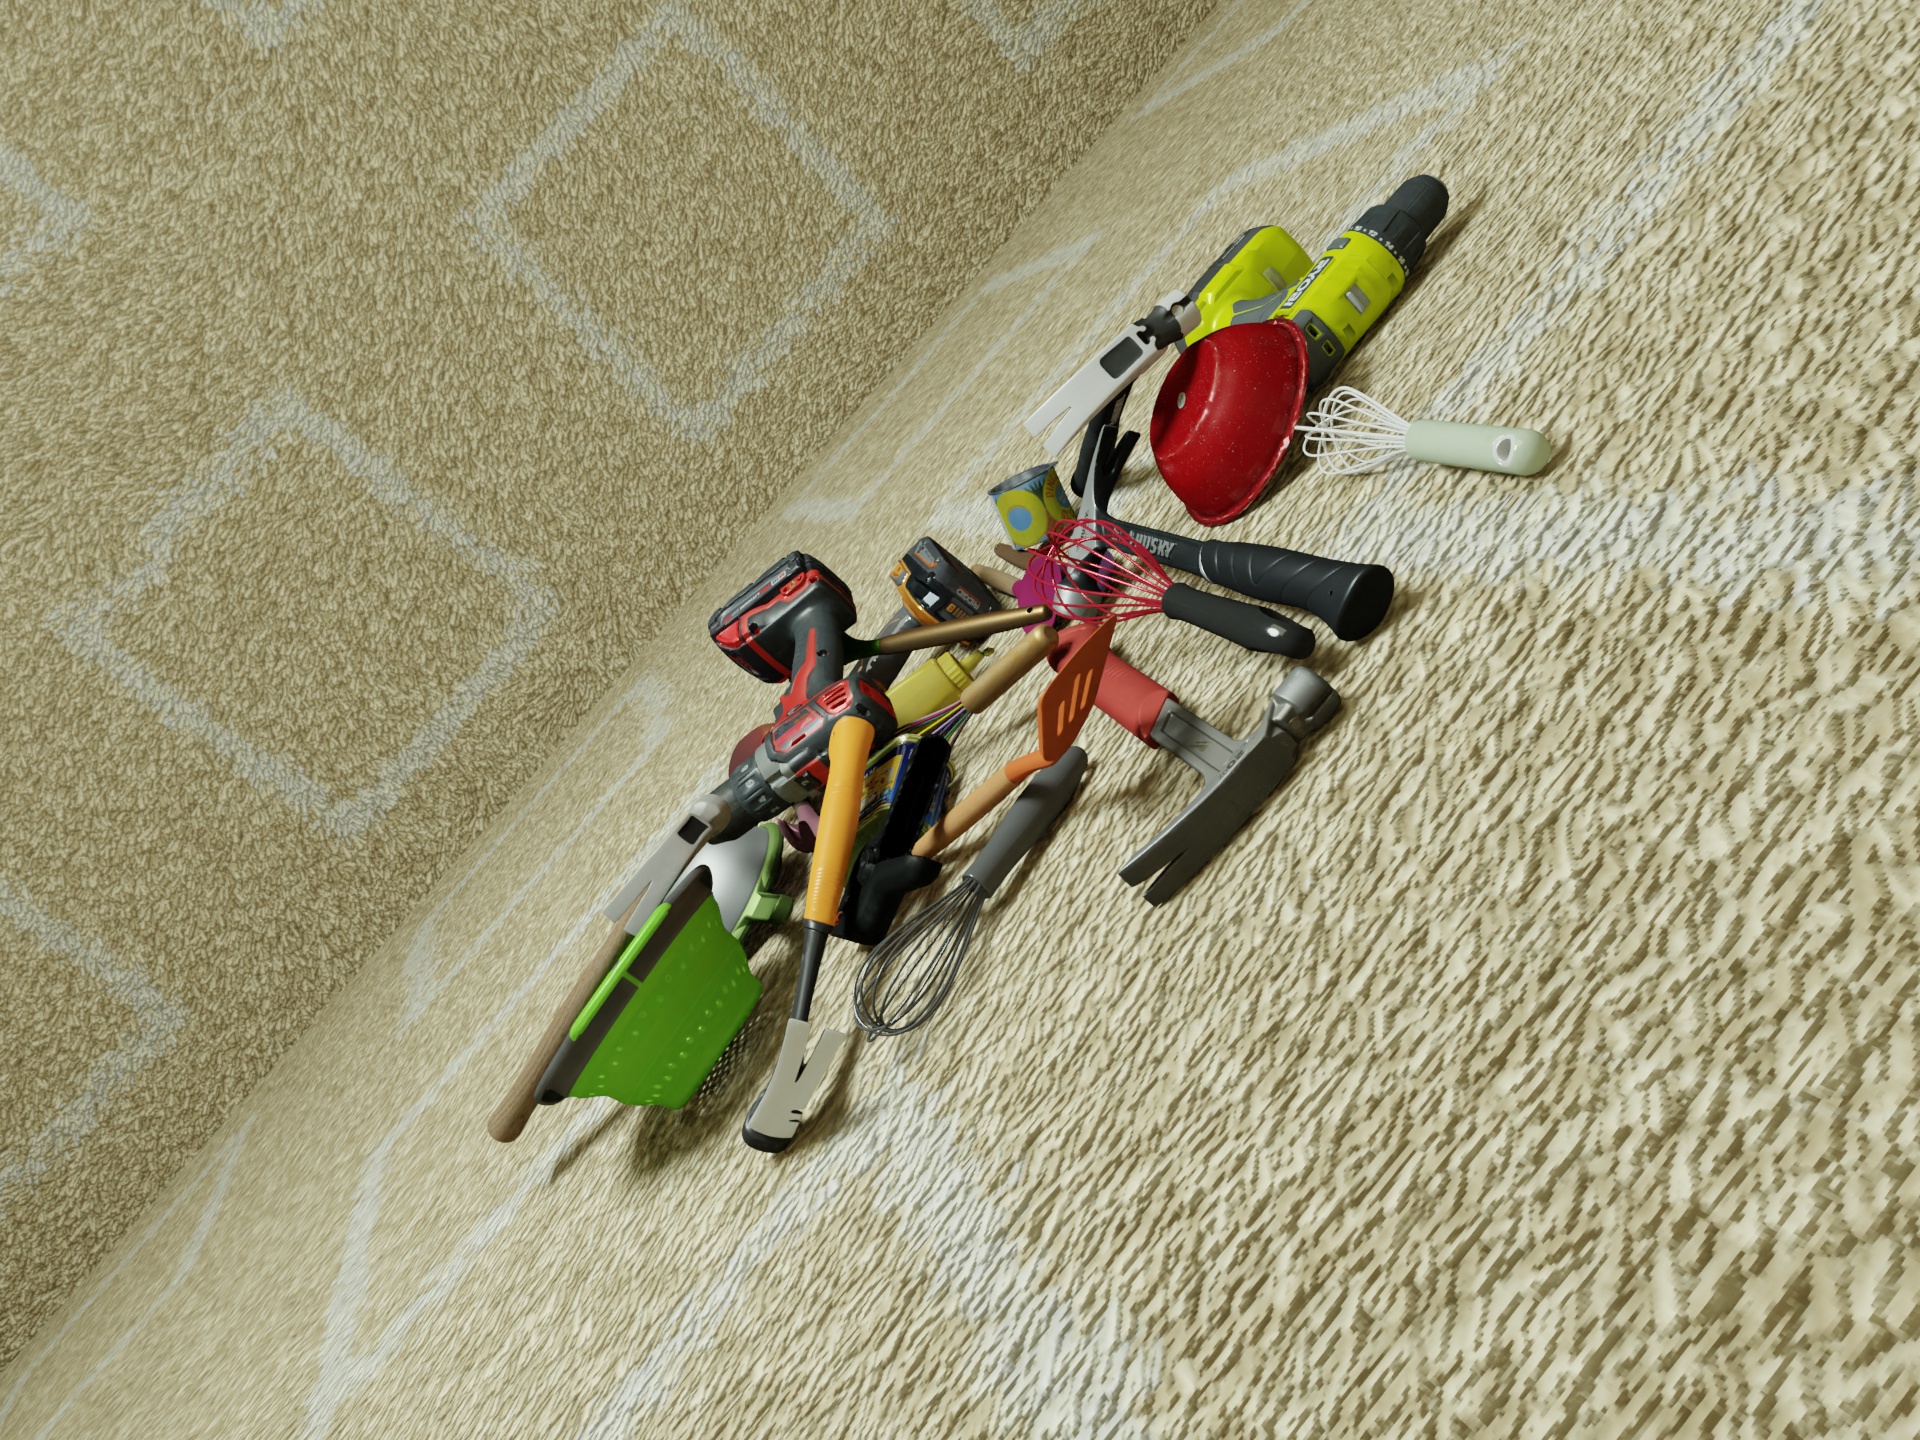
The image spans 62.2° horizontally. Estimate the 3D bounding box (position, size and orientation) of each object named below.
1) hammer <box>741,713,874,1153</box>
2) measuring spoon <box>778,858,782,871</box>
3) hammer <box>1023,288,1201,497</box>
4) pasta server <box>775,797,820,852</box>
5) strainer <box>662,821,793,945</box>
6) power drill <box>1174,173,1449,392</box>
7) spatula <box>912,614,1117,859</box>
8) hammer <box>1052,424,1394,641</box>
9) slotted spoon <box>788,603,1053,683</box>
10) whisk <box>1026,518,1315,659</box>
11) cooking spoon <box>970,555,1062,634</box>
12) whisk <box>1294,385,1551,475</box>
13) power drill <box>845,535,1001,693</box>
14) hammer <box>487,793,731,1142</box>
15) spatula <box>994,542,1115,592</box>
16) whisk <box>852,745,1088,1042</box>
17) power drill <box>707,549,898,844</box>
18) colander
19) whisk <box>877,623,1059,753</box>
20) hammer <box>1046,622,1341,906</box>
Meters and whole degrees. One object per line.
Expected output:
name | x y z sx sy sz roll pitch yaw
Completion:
hammer | -0.091 0.113 1.067 0.337 0.034 0.127 -83 14 -47
measuring spoon | -0.181 0.162 1.378 0.042 0.021 0.129 -37 28 50
hammer | 0.113 -0.237 1.300 0.146 0.035 0.334 -41 -5 -4
pasta server | -0.145 0.070 1.446 0.060 0.040 0.316 -14 12 -9
strainer | -0.197 0.139 1.302 0.151 0.069 0.256 -65 17 -13
power drill | 0.279 -0.352 1.286 0.190 0.080 0.229 -50 20 -2
spatula | 0.019 0.035 1.022 0.081 0.041 0.322 -47 1 -34
hammer | 0.160 -0.111 1.044 0.409 0.036 0.149 -146 66 -68
slotted spoon | -0.046 -0.069 1.339 0.314 0.031 0.070 -8 58 43
whisk | 0.124 -0.078 0.993 0.073 0.073 0.296 -50 30 -6
cooking spoon | 0.047 -0.120 1.418 0.319 0.017 0.068 -139 59 -74
whisk | 0.274 -0.169 0.958 0.246 0.059 0.058 -140 56 -69
power drill | -0.064 -0.043 1.434 0.226 0.084 0.185 -49 23 9
hammer | -0.281 0.204 1.214 0.331 0.031 0.130 -55 0 22
spatula | 0.076 -0.135 1.392 0.060 0.018 0.316 -56 18 2
whisk | 0.011 0.104 0.994 0.239 0.055 0.055 -51 17 -25
power drill | -0.150 -0.015 1.309 0.188 0.080 0.227 -36 40 16
colander | -0.224 0.232 1.232 0.204 0.094 0.397 -56 1 -17
whisk | 0.000 -0.004 1.209 0.245 0.047 0.051 -41 27 44
hammer | 0.108 -0.001 0.997 0.149 0.036 0.359 -47 18 1
